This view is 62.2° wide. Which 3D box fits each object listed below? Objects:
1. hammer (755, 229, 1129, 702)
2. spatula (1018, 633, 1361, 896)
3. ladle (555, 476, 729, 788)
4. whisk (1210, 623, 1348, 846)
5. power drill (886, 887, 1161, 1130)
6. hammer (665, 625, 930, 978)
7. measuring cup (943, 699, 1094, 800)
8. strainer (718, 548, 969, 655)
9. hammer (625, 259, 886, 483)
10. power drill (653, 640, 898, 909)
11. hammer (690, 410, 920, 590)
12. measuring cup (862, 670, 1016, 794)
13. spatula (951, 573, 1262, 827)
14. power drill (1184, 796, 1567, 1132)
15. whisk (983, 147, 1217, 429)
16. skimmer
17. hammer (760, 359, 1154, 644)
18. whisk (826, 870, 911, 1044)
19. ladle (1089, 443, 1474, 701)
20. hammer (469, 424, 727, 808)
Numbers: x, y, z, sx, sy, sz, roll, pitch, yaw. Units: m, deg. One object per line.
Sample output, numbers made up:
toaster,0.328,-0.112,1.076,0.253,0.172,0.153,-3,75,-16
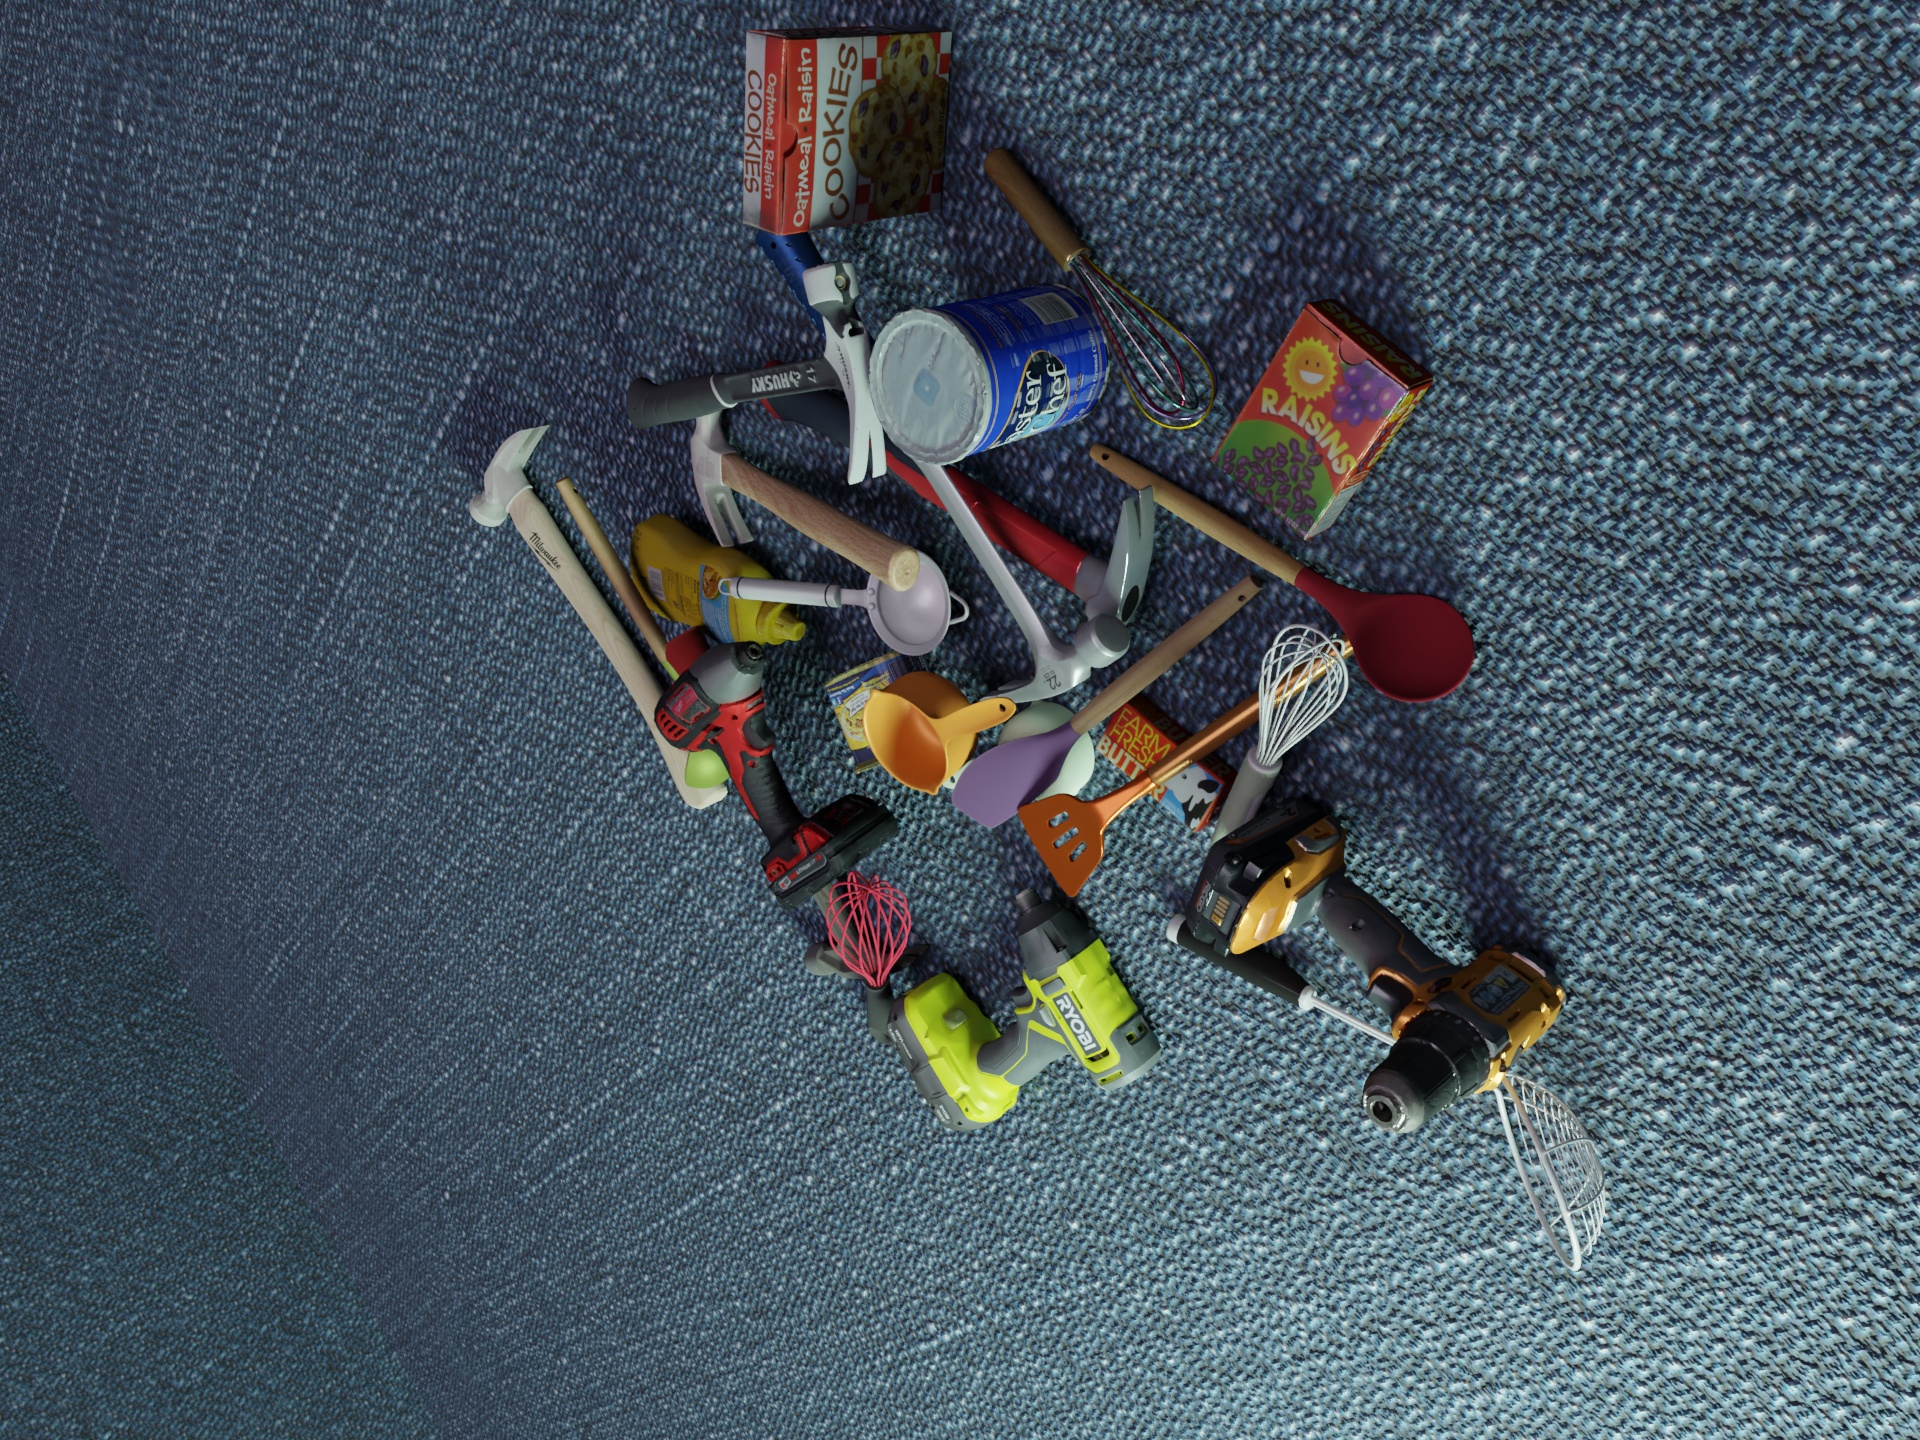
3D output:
hammer,-0.030,-0.192,1.168,0.405,0.035,0.144,57,142,2
spatula,0.160,0.026,1.137,0.322,0.041,0.081,-38,79,32
ladle,-0.291,-0.076,1.453,0.062,0.078,0.320,-18,114,23
whisk,0.209,0.022,1.075,0.059,0.058,0.246,45,150,24
power drill,0.045,0.247,1.341,0.223,0.080,0.171,-35,84,41
hammer,-0.161,0.077,1.442,0.149,0.037,0.359,-14,107,46
measuring cup,0.033,0.037,1.278,0.167,0.038,0.083,-19,95,43
strainer,-0.095,-0.104,1.306,0.258,0.050,0.087,7,105,29
hammer,-0.174,-0.256,1.247,0.409,0.036,0.149,10,117,57
power drill,-0.159,0.037,1.341,0.219,0.078,0.143,54,135,2
hammer,-0.134,-0.171,1.289,0.332,0.031,0.130,34,132,46
measuring cup,-0.002,-0.004,1.207,0.173,0.052,0.095,-19,104,49
spatula,0.101,-0.011,1.165,0.059,0.018,0.316,36,127,-19
power drill,0.255,0.160,1.032,0.226,0.185,0.084,37,131,29
whisk,0.088,-0.294,1.078,0.245,0.051,0.047,54,141,14
skimmer,0.280,0.244,1.110,0.364,0.090,0.127,26,156,35
hammer,-0.016,-0.195,1.209,0.387,0.038,0.143,36,138,27
whisk,-0.074,0.218,1.389,0.073,0.073,0.295,37,154,24
ladle,0.205,-0.108,1.061,0.316,0.031,0.069,38,96,28
hammer,-0.347,-0.096,1.570,0.411,0.038,0.146,56,134,7
